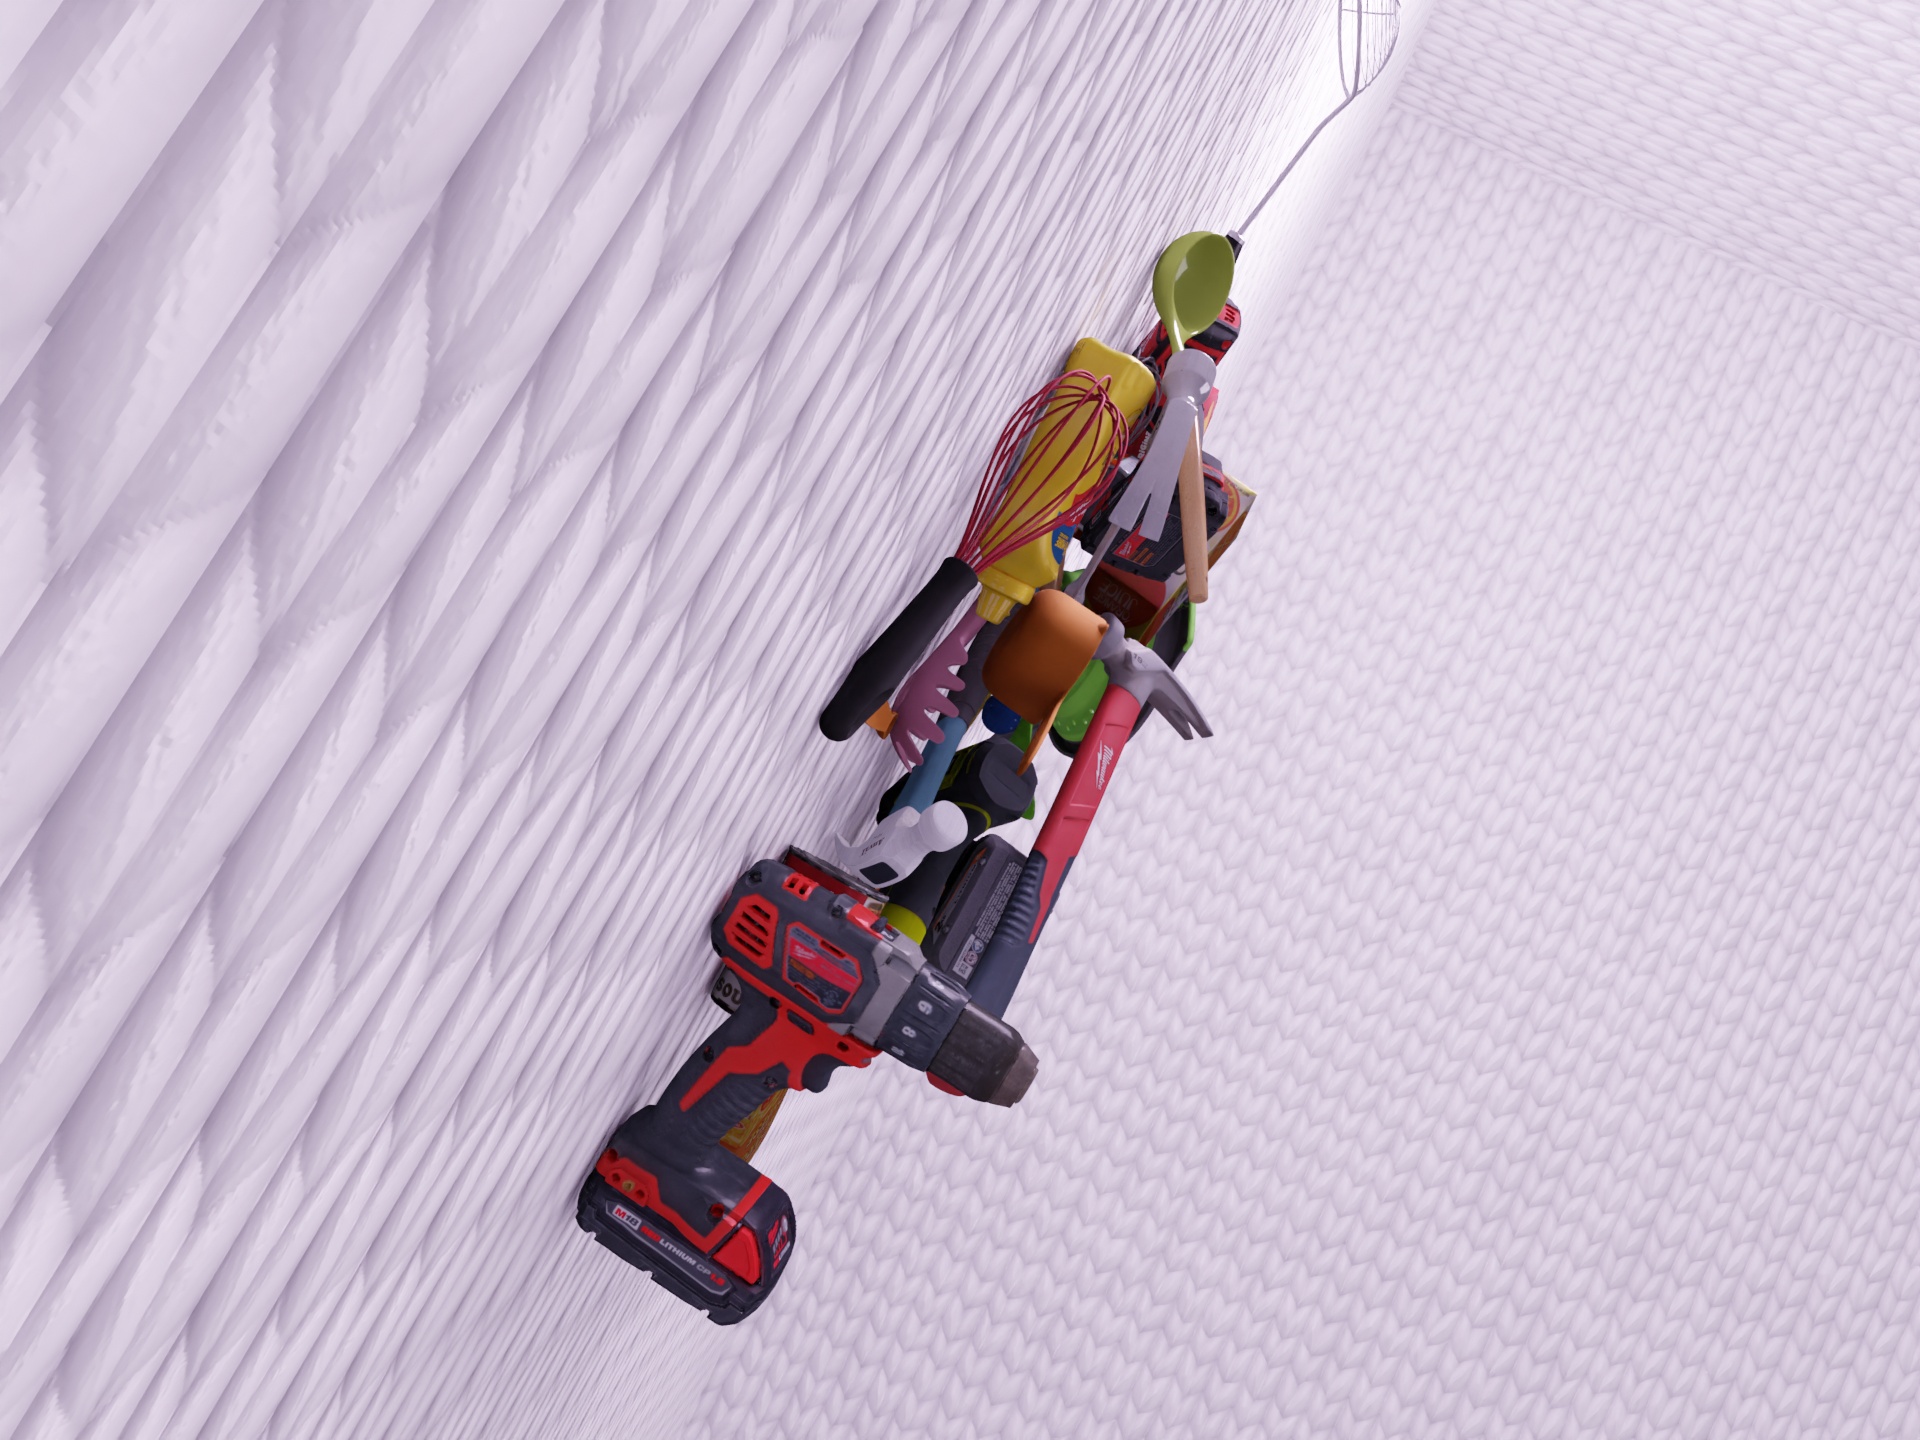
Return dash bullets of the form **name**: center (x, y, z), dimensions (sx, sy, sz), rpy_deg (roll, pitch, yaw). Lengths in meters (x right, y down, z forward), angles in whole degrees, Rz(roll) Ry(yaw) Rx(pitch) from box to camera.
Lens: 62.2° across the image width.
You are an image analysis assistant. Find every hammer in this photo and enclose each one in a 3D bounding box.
- **hammer**: center (0.086, -0.095, 1.186), dimensions (0.405, 0.035, 0.144), rpy_deg (119, -7, -57)
- **hammer**: center (-0.002, -0.004, 1.142), dimensions (0.128, 0.033, 0.331), rpy_deg (-32, -159, 39)
- **hammer**: center (0.078, 0.108, 1.175), dimensions (0.038, 0.143, 0.386), rpy_deg (-12, -138, 48)

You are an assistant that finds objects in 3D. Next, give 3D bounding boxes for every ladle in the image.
- **ladle**: center (0.175, -0.223, 1.146), dimensions (0.078, 0.062, 0.320), rpy_deg (47, 37, -52)

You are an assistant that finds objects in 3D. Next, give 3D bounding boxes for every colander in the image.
- **colander**: center (0.067, -0.035, 1.514), dimensions (0.397, 0.094, 0.205), rpy_deg (-41, -145, 47)

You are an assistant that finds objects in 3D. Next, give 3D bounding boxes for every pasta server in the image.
- **pasta server**: center (0.038, -0.096, 1.108), dimensions (0.316, 0.040, 0.060), rpy_deg (-55, -173, -26)

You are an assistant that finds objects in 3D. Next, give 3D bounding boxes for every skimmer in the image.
- **skimmer**: center (0.246, -0.475, 1.336), dimensions (0.363, 0.090, 0.127), rpy_deg (-53, -176, 16)

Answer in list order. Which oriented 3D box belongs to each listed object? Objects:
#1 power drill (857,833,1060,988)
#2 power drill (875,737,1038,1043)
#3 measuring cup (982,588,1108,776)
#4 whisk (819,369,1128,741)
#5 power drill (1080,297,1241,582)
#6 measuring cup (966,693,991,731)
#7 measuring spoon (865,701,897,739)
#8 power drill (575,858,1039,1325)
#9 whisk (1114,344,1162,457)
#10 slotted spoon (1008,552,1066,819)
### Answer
- **power drill**: center (-0.020, 0.144, 1.268), dimensions (0.226, 0.084, 0.164), rpy_deg (-8, -131, 60)
- **power drill**: center (-0.047, 0.122, 1.146), dimensions (0.171, 0.080, 0.223), rpy_deg (-23, -148, 53)
- **measuring cup**: center (0.043, -0.025, 1.052), dimensions (0.095, 0.052, 0.174), rpy_deg (-50, -172, 35)
- **whisk**: center (0.011, -0.097, 0.906), dimensions (0.296, 0.073, 0.073), rpy_deg (-53, 170, -26)
- **power drill**: center (0.163, -0.231, 1.285), dimensions (0.143, 0.078, 0.220), rpy_deg (134, -28, -56)
- **measuring cup**: center (0.032, -0.058, 1.392), dimensions (0.156, 0.029, 0.062), rpy_deg (-59, 173, -11)
- **measuring spoon**: center (-0.054, -0.006, 0.980), dimensions (0.021, 0.011, 0.117), rpy_deg (-63, 171, -5)
- **power drill**: center (-0.083, 0.210, 0.858), dimensions (0.226, 0.188, 0.080), rpy_deg (-59, 174, 11)
- **whisk**: center (0.094, -0.193, 1.245), dimensions (0.055, 0.055, 0.238), rpy_deg (-56, 176, -47)
- **slotted spoon**: center (0.066, -0.054, 1.365), dimensions (0.070, 0.031, 0.313), rpy_deg (-123, -143, -58)
